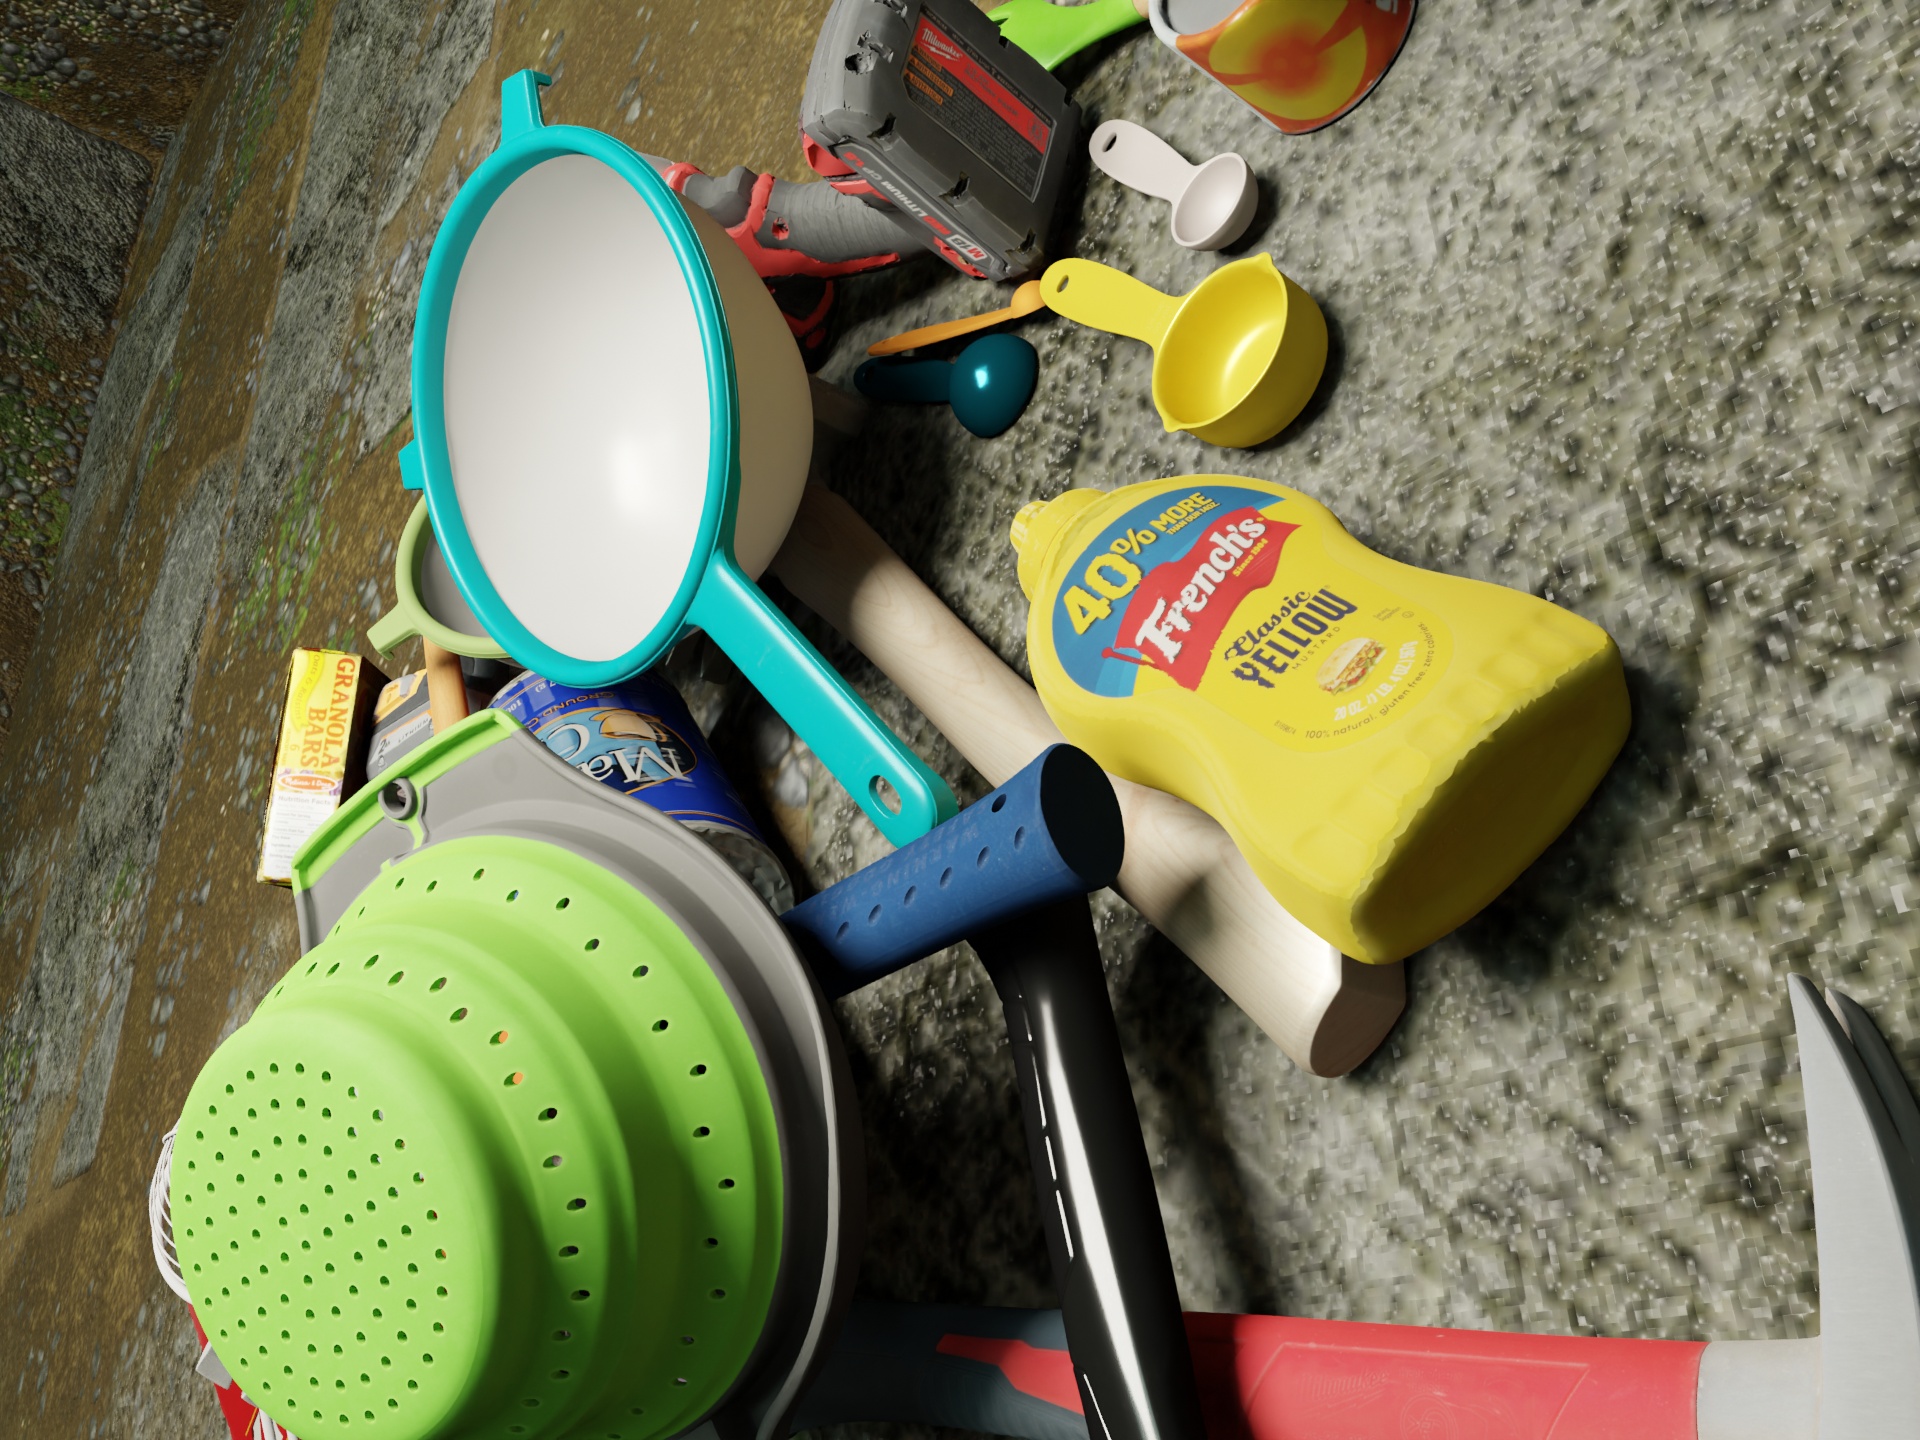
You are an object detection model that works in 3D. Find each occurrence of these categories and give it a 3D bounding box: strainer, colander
[{"bbox_3d":[-0.088,-0.081,0.613,0.341,0.095,0.211,47,126,25],"label":"strainer"},{"bbox_3d":[-0.179,-0.120,0.785,0.151,0.069,0.257,-3,55,16],"label":"strainer"},{"bbox_3d":[-0.095,0.191,0.405,0.204,0.094,0.397,-33,80,25],"label":"colander"}]

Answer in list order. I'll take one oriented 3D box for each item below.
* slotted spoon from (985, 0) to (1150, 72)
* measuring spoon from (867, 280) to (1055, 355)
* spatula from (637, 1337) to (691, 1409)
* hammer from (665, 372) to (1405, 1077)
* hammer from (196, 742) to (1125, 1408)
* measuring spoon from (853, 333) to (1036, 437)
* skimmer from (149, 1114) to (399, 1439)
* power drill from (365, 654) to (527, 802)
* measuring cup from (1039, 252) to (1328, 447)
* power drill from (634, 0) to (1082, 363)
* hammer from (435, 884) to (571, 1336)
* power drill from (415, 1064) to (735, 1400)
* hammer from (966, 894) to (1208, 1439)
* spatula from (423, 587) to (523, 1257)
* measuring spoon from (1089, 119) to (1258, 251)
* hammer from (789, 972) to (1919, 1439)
[{"bbox_3d":[0.087,-0.279,0.587,0.314,0.031,0.070,-4,70,49],"label":"slotted spoon"},{"bbox_3d":[-0.003,-0.164,0.650,0.021,0.011,0.117,-38,23,-32],"label":"measuring spoon"},{"bbox_3d":[-0.085,0.335,0.531,0.059,0.018,0.316,-48,41,25],"label":"spatula"},{"bbox_3d":[-0.001,-0.002,0.563,0.411,0.038,0.146,43,110,51],"label":"hammer"},{"bbox_3d":[-0.115,0.114,0.509,0.405,0.035,0.144,-31,28,34],"label":"hammer"},{"bbox_3d":[-0.016,-0.143,0.657,0.129,0.021,0.042,20,90,53],"label":"measuring spoon"},{"bbox_3d":[-0.266,0.318,0.682,0.127,0.090,0.363,-12,88,11],"label":"skimmer"},{"bbox_3d":[-0.235,-0.078,0.860,0.185,0.084,0.226,-26,50,41],"label":"power drill"},{"bbox_3d":[0.071,-0.134,0.545,0.062,0.029,0.157,-61,32,12],"label":"measuring cup"},{"bbox_3d":[-0.070,-0.220,0.661,0.220,0.143,0.079,-6,63,48],"label":"power drill"},{"bbox_3d":[-0.222,0.131,0.780,0.149,0.036,0.359,-61,38,12],"label":"hammer"},{"bbox_3d":[-0.125,0.193,0.543,0.226,0.084,0.164,-48,22,8],"label":"power drill"},{"bbox_3d":[0.047,0.164,0.365,0.146,0.035,0.335,-41,43,33],"label":"hammer"},{"bbox_3d":[-0.224,0.086,0.713,0.081,0.041,0.323,-31,65,40],"label":"spatula"},{"bbox_3d":[0.076,-0.197,0.577,0.034,0.018,0.124,-56,32,18],"label":"measuring spoon"},{"bbox_3d":[0.052,0.159,0.422,0.386,0.038,0.143,-19,59,46],"label":"hammer"}]
